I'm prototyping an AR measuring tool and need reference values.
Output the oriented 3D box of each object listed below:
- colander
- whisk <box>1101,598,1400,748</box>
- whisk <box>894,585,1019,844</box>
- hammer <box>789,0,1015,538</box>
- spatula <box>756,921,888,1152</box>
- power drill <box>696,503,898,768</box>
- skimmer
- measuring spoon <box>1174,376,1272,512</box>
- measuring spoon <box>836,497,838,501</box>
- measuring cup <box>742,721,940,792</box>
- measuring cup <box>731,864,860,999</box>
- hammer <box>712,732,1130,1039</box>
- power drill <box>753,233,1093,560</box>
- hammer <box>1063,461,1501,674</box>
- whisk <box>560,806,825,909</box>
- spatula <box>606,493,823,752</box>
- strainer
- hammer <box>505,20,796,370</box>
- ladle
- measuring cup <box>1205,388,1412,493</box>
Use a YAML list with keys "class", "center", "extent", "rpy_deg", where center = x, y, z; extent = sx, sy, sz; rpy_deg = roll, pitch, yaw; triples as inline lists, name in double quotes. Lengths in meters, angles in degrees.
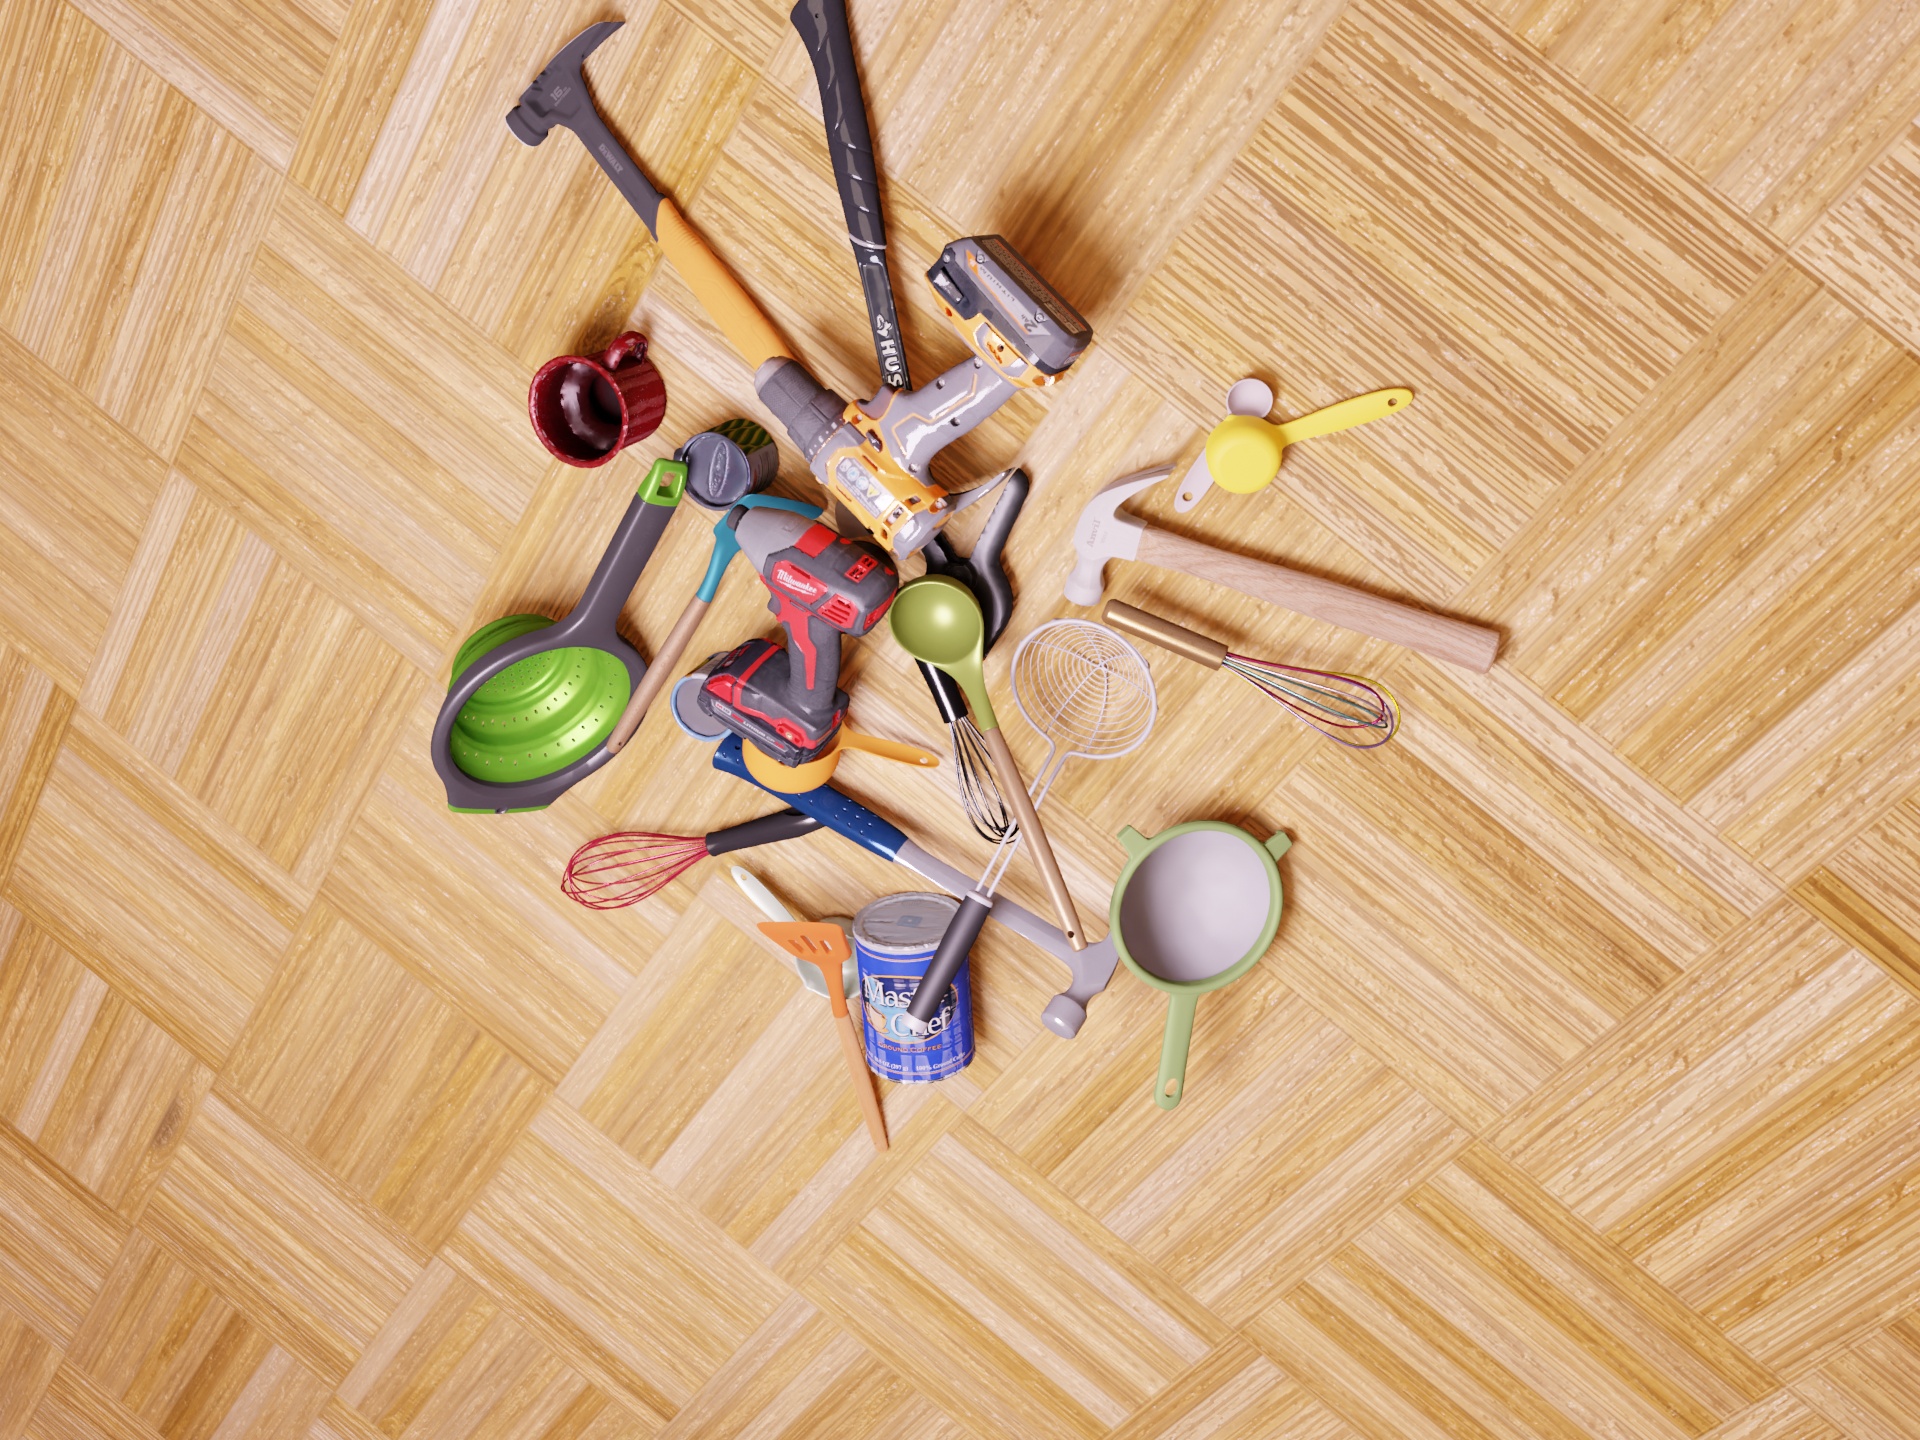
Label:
- class: "colander"
  center: [-0.349, -0.088, 1.395]
  extent: [0.095, 0.204, 0.397]
  rpy_deg: [52, 122, 31]
- class: "whisk"
  center: [0.227, -0.043, 1.239]
  extent: [0.245, 0.051, 0.047]
  rpy_deg: [23, 121, 5]
- class: "whisk"
  center: [-0.001, -0.005, 1.354]
  extent: [0.055, 0.055, 0.239]
  rpy_deg: [-19, 99, 26]
- class: "hammer"
  center: [-0.063, -0.349, 1.221]
  extent: [0.149, 0.036, 0.408]
  rpy_deg: [-6, 104, 19]
- class: "spatula"
  center: [-0.110, 0.297, 1.483]
  extent: [0.081, 0.041, 0.322]
  rpy_deg: [-1, 124, 18]
- class: "power drill"
  center: [-0.140, -0.074, 1.287]
  extent: [0.143, 0.078, 0.219]
  rpy_deg: [33, 139, 8]
- class: "skimmer"
  center: [0.039, 0.090, 1.287]
  extent: [0.127, 0.090, 0.363]
  rpy_deg: [28, 90, 12]
- class: "measuring spoon"
  center: [0.197, -0.210, 1.214]
  extent: [0.034, 0.018, 0.124]
  rpy_deg: [26, 125, -7]
- class: "measuring spoon"
  center: [-0.063, -0.215, 1.309]
  extent: [0.117, 0.011, 0.021]
  rpy_deg: [-38, 97, 32]
- class: "measuring cup"
  center: [-0.107, 0.031, 1.393]
  extent: [0.173, 0.095, 0.052]
  rpy_deg: [14, 137, -3]
- class: "measuring cup"
  center: [-0.147, 0.189, 1.491]
  extent: [0.167, 0.038, 0.083]
  rpy_deg: [44, 119, 1]
- class: "hammer"
  center: [-0.039, 0.115, 1.391]
  extent: [0.406, 0.144, 0.035]
  rpy_deg: [29, 155, 16]
- class: "power drill"
  center: [-0.036, -0.257, 1.183]
  extent: [0.185, 0.084, 0.226]
  rpy_deg: [45, 117, 2]
- class: "hammer"
  center: [0.248, -0.105, 1.223]
  extent: [0.331, 0.031, 0.130]
  rpy_deg: [19, 124, 10]
- class: "whisk"
  center: [-0.250, 0.121, 1.489]
  extent: [0.296, 0.073, 0.073]
  rpy_deg: [-16, 105, 19]
- class: "spatula"
  center: [-0.233, -0.081, 1.389]
  extent: [0.317, 0.082, 0.044]
  rpy_deg: [-54, 53, 26]
- class: "strainer"
  center: [0.182, 0.198, 1.337]
  extent: [0.151, 0.069, 0.256]
  rpy_deg: [3, 104, -15]
- class: "hammer"
  center: [-0.221, -0.389, 1.279]
  extent: [0.127, 0.034, 0.337]
  rpy_deg: [-34, 97, 29]
- class: "ladle"
  center: [0.028, 0.032, 1.249]
  extent: [0.078, 0.062, 0.320]
  rpy_deg: [-28, 78, 28]
- class: "measuring cup"
  center: [0.257, -0.210, 1.175]
  extent: [0.156, 0.029, 0.062]
  rpy_deg: [-16, 124, 21]
